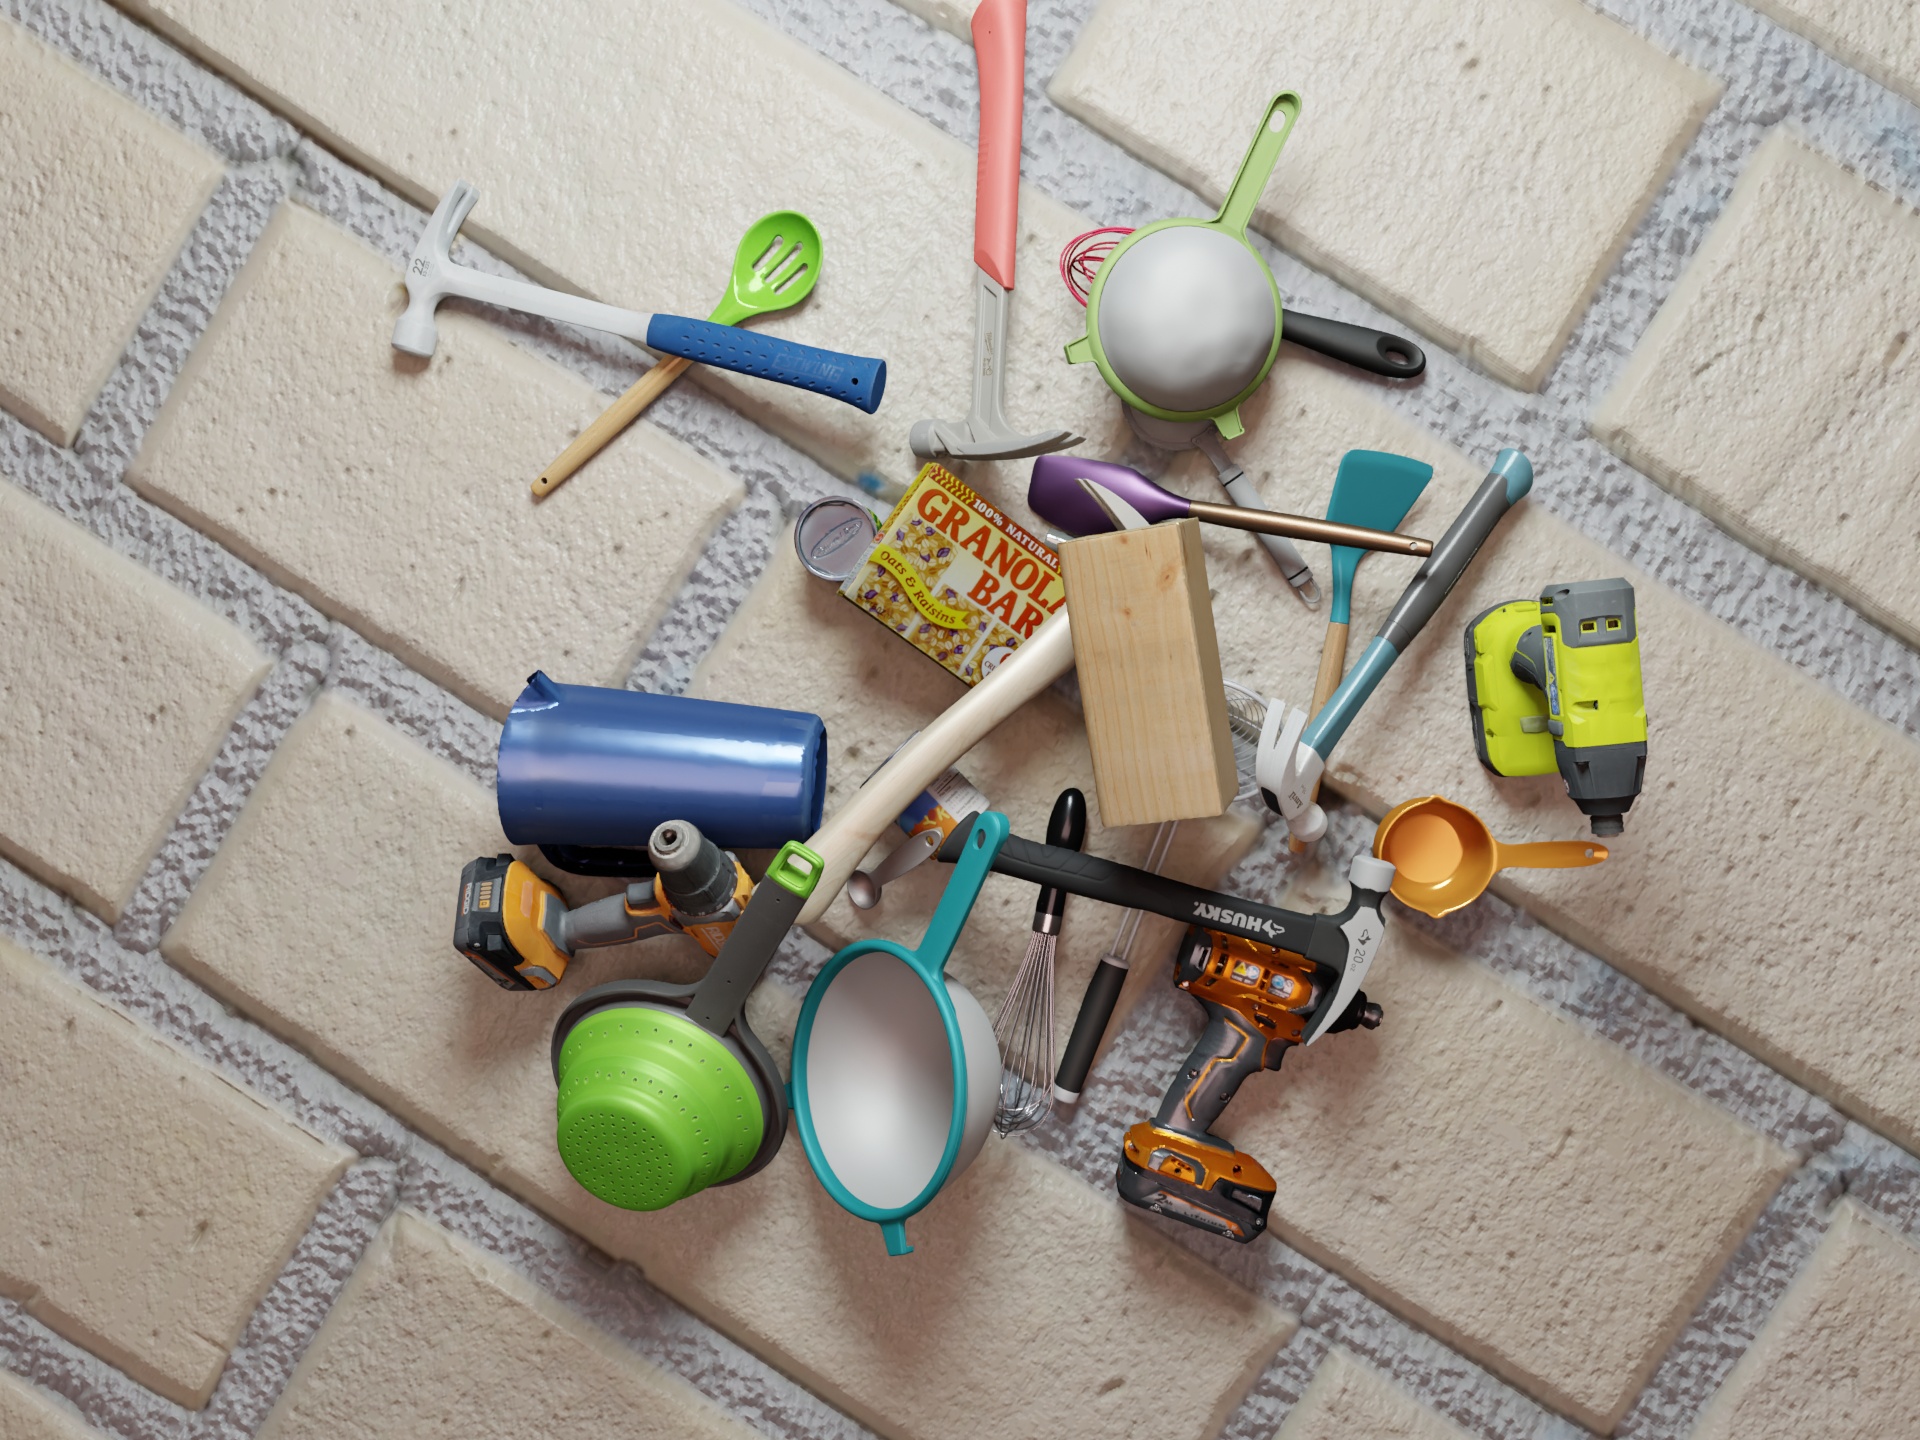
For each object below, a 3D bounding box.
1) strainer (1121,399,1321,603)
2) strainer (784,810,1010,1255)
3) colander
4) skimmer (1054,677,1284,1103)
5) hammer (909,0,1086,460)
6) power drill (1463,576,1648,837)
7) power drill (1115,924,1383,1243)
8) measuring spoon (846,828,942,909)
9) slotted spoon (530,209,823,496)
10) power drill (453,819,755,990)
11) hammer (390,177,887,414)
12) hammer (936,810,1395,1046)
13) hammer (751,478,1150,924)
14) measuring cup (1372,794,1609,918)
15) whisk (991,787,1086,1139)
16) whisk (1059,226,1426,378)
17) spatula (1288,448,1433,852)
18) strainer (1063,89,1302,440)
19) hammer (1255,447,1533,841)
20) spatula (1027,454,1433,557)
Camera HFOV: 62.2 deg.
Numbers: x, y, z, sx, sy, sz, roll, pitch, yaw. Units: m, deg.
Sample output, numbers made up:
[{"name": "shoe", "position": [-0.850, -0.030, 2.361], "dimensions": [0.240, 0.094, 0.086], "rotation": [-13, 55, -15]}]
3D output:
[{"name": "strainer", "position": [0.208, -0.200, 1.243], "dimensions": [0.087, 0.050, 0.258], "rotation": [-35, 93, 3]}, {"name": "strainer", "position": [-0.011, 0.220, 1.218], "dimensions": [0.211, 0.095, 0.340], "rotation": [41, 114, 44]}, {"name": "colander", "position": [-0.207, 0.251, 1.193], "dimensions": [0.204, 0.094, 0.397], "rotation": [32, 120, 0]}, {"name": "skimmer", "position": [0.144, 0.138, 1.239], "dimensions": [0.127, 0.090, 0.363], "rotation": [21, 95, 1]}, {"name": "hammer", "position": [0.035, -0.381, 1.225], "dimensions": [0.149, 0.036, 0.359], "rotation": [3, 89, 36]}, {"name": "power drill", "position": [0.429, -0.012, 1.140], "dimensions": [0.080, 0.223, 0.171], "rotation": [-6, 93, 5]}, {"name": "power drill", "position": [0.225, 0.283, 1.247], "dimensions": [0.164, 0.084, 0.226], "rotation": [19, 91, 3]}, {"name": "measuring spoon", "position": [-0.048, 0.114, 1.261], "dimensions": [0.124, 0.018, 0.034], "rotation": [-38, 76, 41]}, {"name": "slotted spoon", "position": [-0.231, -0.289, 1.279], "dimensions": [0.314, 0.031, 0.070], "rotation": [-41, 89, 7]}, {"name": "power drill", "position": [-0.273, 0.140, 1.231], "dimensions": [0.226, 0.185, 0.084], "rotation": [-7, 59, 7]}, {"name": "hammer", "position": [-0.252, -0.316, 1.252], "dimensions": [0.405, 0.035, 0.144], "rotation": [16, 94, 11]}, {"name": "hammer", "position": [0.146, 0.137, 1.199], "dimensions": [0.335, 0.035, 0.146], "rotation": [15, 94, 4]}, {"name": "hammer", "position": [-0.002, -0.004, 1.204], "dimensions": [0.410, 0.038, 0.146], "rotation": [-42, 104, -5]}, {"name": "measuring cup", "position": [0.408, 0.102, 1.236], "dimensions": [0.173, 0.052, 0.095], "rotation": [-1, 93, 3]}, {"name": "whisk", "position": [0.063, 0.193, 1.266], "dimensions": [0.070, 0.070, 0.284], "rotation": [11, 89, 4]}, {"name": "whisk", "position": [0.218, -0.315, 1.227], "dimensions": [0.296, 0.073, 0.073], "rotation": [16, 94, -3]}, {"name": "spatula", "position": [0.295, -0.049, 1.240], "dimensions": [0.082, 0.044, 0.317], "rotation": [7, 96, -22]}, {"name": "strainer", "position": [0.194, -0.343, 1.158], "dimensions": [0.151, 0.069, 0.256], "rotation": [24, 94, -10]}, {"name": "hammer", "position": [0.332, -0.066, 1.207], "dimensions": [0.033, 0.128, 0.331], "rotation": [32, 82, 41]}, {"name": "spatula", "position": [0.201, -0.156, 1.223], "dimensions": [0.316, 0.018, 0.060], "rotation": [12, 95, 19]}]
